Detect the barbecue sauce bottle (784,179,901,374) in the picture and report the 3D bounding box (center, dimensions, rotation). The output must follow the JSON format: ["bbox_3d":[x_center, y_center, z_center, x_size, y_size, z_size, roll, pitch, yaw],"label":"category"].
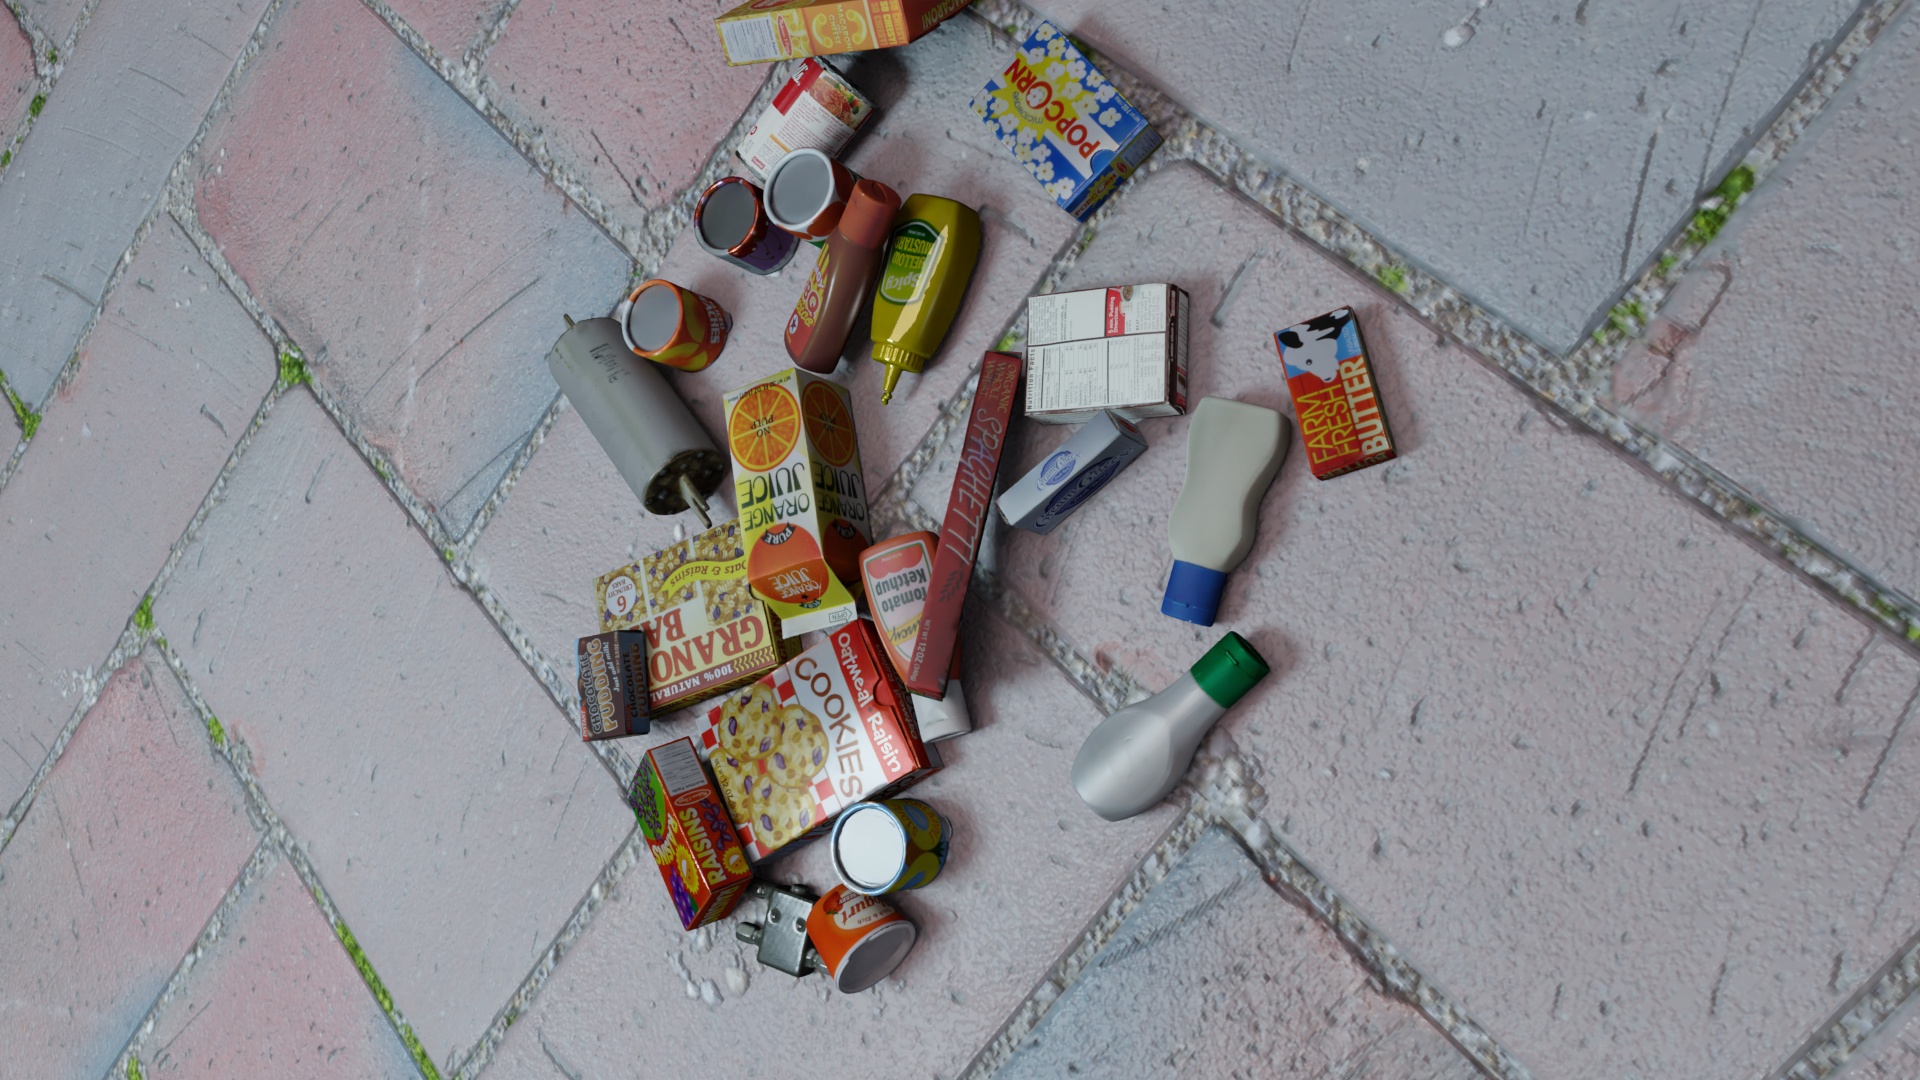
[{"bbox_3d":[-0.089,-0.201,1.050,0.147,0.044,0.065,-60,33,35],"label":"barbecue sauce bottle"}]

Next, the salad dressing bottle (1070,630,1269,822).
[{"bbox_3d":[0.138,0.122,0.914,0.147,0.044,0.064,-45,63,14],"label":"salad dressing bottle"}]

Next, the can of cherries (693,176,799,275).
[{"bbox_3d":[-0.173,-0.258,1.128,0.071,0.058,0.071,-4,81,28],"label":"can of cherries"}]

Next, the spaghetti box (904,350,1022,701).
[{"bbox_3d":[0.003,-0.012,0.977,0.029,0.050,0.250,13,78,2],"label":"spaghetti box"}]

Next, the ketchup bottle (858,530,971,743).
[{"bbox_3d":[-0.027,0.071,1.010,0.064,0.043,0.149,-19,74,14],"label":"ketchup bottle"}]

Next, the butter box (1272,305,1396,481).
[{"bbox_3d":[0.242,-0.095,0.900,0.053,0.024,0.103,-18,74,24],"label":"butter box"}]

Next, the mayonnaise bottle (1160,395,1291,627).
[{"bbox_3d":[0.169,-0.018,0.919,0.065,0.041,0.148,17,92,31],"label":"mayonnaise bottle"}]

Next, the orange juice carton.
[{"bbox_3d":[-0.120,-0.025,1.056,0.071,0.073,0.193,-17,74,27],"label":"orange juice carton"}]

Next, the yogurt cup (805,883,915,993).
[{"bbox_3d":[-0.074,0.280,0.993,0.054,0.072,0.072,43,104,34],"label":"yogurt cup"}]

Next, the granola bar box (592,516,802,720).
[{"bbox_3d":[-0.214,0.065,1.114,0.165,0.039,0.124,-22,73,24],"label":"granola bar box"}]

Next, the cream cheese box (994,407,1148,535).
[{"bbox_3d":[0.078,-0.046,0.965,0.103,0.053,0.024,-40,64,18],"label":"cream cheese box"}]

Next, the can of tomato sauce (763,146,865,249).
[{"bbox_3d":[-0.101,-0.260,1.076,0.071,0.083,0.071,-4,81,28],"label":"can of tomato sauce"}]

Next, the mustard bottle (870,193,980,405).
[{"bbox_3d":[-0.034,-0.179,1.047,0.065,0.049,0.160,17,91,33],"label":"mustard bottle"}]

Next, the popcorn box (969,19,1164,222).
[{"bbox_3d":[0.075,-0.306,1.014,0.085,0.038,0.127,-44,65,15],"label":"popcorn box"}]

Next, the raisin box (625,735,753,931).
[{"bbox_3d":[-0.209,0.226,1.067,0.123,0.040,0.085,60,143,22],"label":"raisin box"}]

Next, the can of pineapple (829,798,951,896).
[{"bbox_3d":[-0.050,0.217,0.992,0.071,0.058,0.071,-4,80,28],"label":"can of pineapple"}]

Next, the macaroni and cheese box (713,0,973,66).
[{"bbox_3d":[-0.086,-0.411,1.073,0.166,0.124,0.040,5,127,28],"label":"macaroni and cheese box"}]

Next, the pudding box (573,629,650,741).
[{"bbox_3d":[-0.276,0.115,1.100,0.049,0.030,0.084,-12,78,27],"label":"pudding box"}]

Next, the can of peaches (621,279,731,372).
[{"bbox_3d":[-0.235,-0.179,1.151,0.071,0.058,0.071,-4,81,28],"label":"can of peaches"}]

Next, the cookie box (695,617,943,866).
[{"bbox_3d":[-0.109,0.152,1.043,0.167,0.040,0.123,-32,69,20],"label":"cookie box"}]
